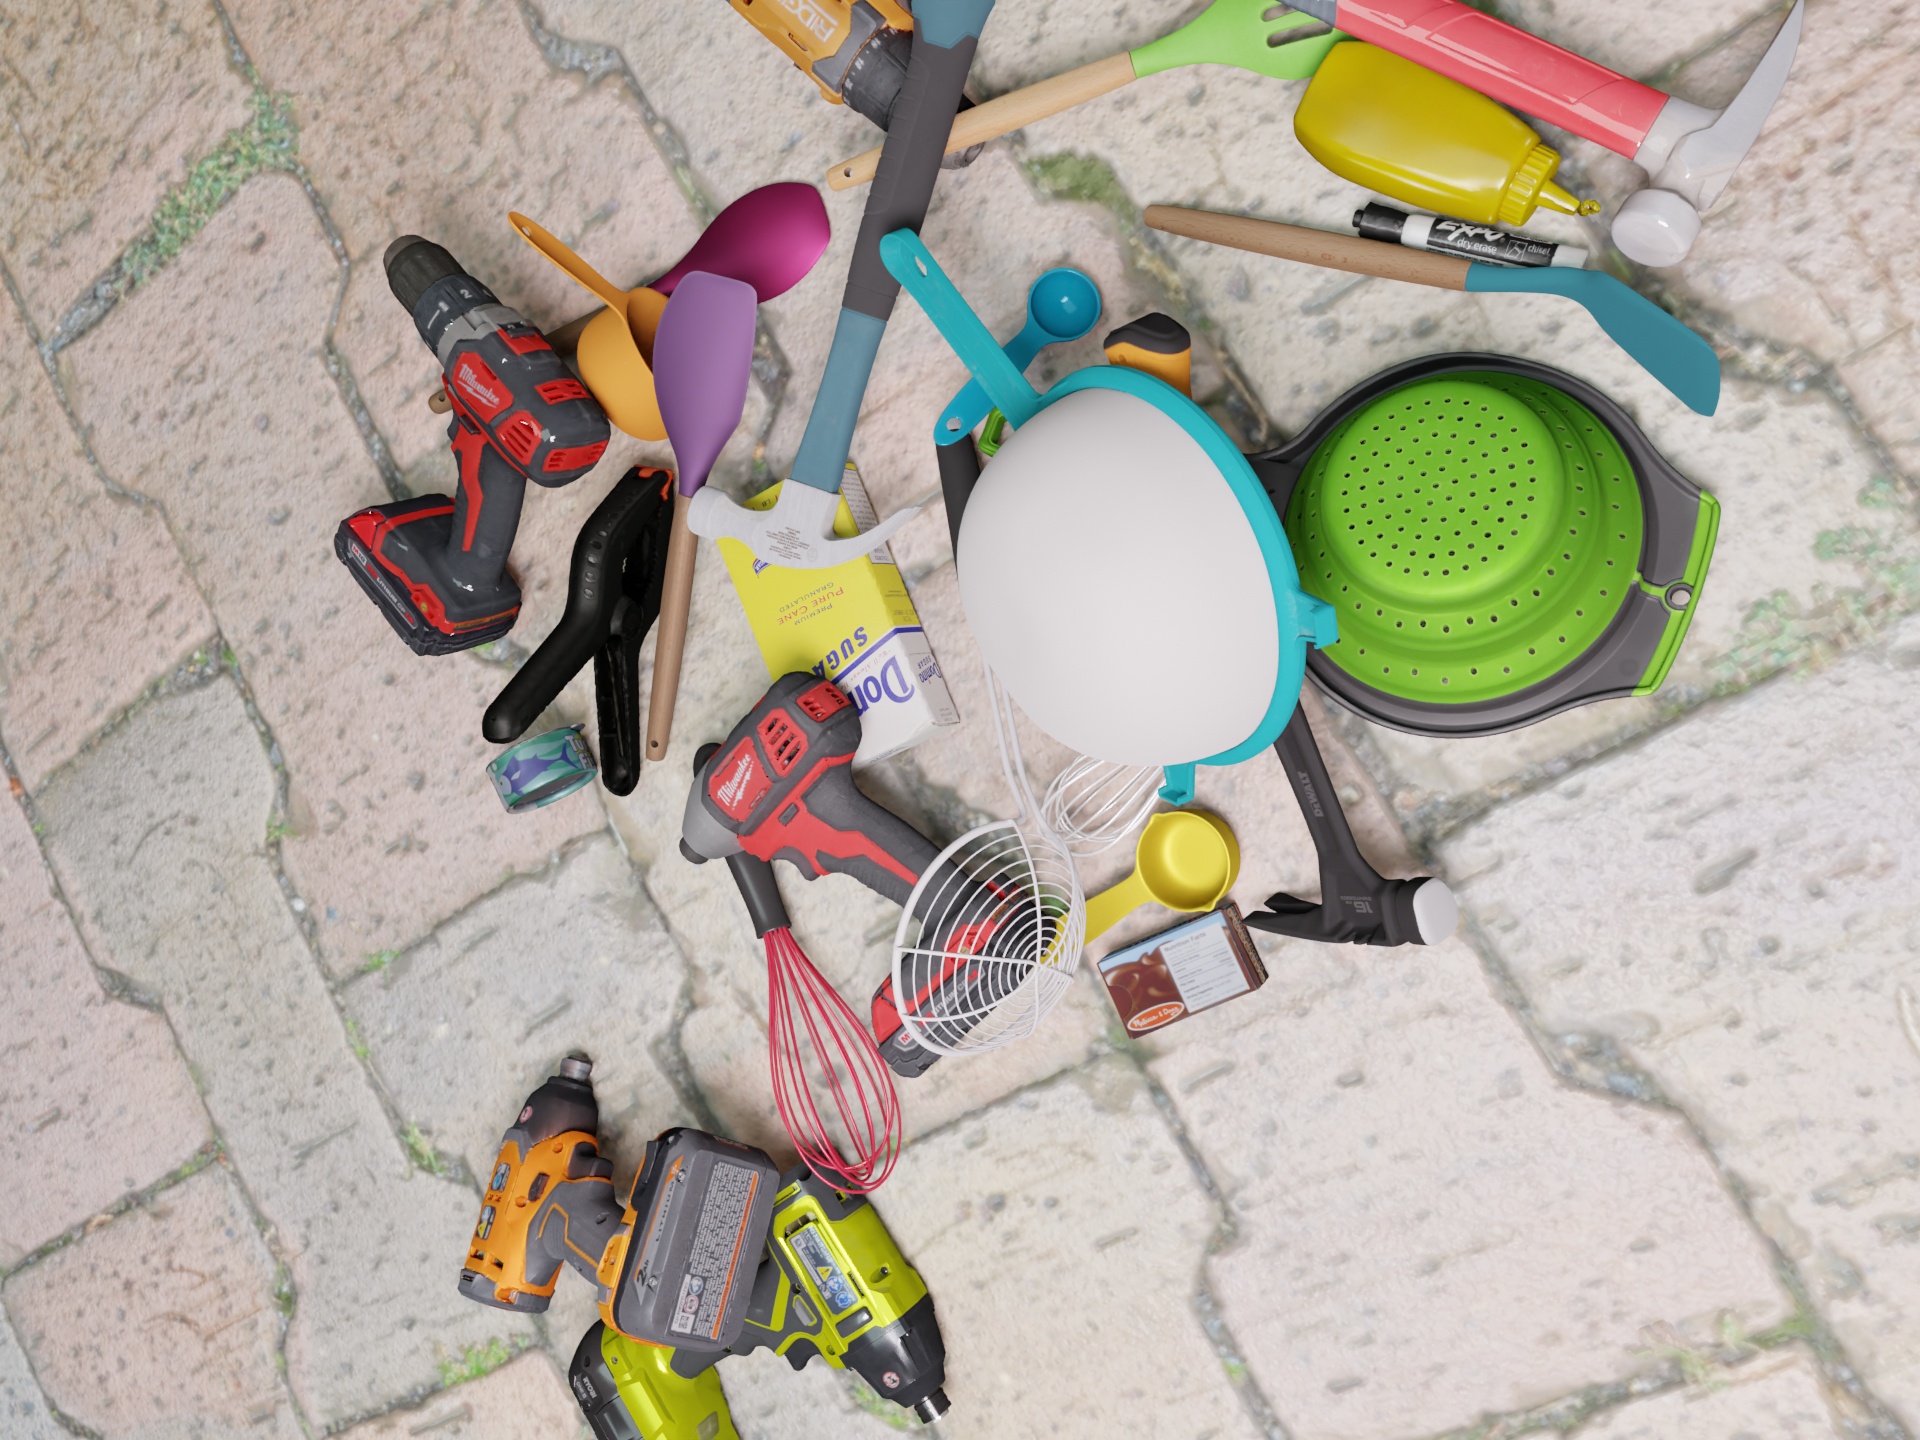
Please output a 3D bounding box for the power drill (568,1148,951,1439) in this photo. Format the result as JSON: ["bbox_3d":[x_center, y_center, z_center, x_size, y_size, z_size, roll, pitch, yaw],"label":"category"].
[{"bbox_3d":[-0.122,0.398,0.998,0.223,0.080,0.171,-38,78,17],"label":"power drill"}]

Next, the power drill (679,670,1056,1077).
[{"bbox_3d":[-0.064,0.091,0.929,0.220,0.078,0.143,46,116,4],"label":"power drill"}]

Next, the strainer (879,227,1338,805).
[{"bbox_3d":[0.028,-0.110,0.795,0.340,0.095,0.211,55,153,15],"label":"strainer"}]

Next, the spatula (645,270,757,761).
[{"bbox_3d":[-0.171,-0.115,0.974,0.060,0.018,0.315,14,115,5],"label":"spatula"}]

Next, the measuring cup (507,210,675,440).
[{"bbox_3d":[-0.220,-0.236,0.959,0.052,0.173,0.095,-27,48,26],"label":"measuring cup"}]

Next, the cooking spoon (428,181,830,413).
[{"bbox_3d":[-0.223,-0.264,1.034,0.319,0.017,0.069,-19,86,22],"label":"cooking spoon"}]

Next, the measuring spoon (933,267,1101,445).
[{"bbox_3d":[0.029,-0.204,0.911,0.042,0.021,0.128,43,88,-1],"label":"measuring spoon"}]

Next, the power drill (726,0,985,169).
[{"bbox_3d":[-0.010,-0.447,0.902,0.185,0.084,0.226,44,113,7],"label":"power drill"}]

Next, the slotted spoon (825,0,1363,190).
[{"bbox_3d":[0.071,-0.348,0.873,0.314,0.031,0.070,-15,100,15],"label":"slotted spoon"}]

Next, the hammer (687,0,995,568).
[{"bbox_3d":[-0.051,-0.242,0.893,0.128,0.033,0.331,21,104,10],"label":"hammer"}]

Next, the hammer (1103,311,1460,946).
[{"bbox_3d":[0.143,-0.039,0.802,0.127,0.034,0.336,-7,109,56],"label":"hammer"}]

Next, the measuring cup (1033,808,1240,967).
[{"bbox_3d":[0.097,0.103,0.920,0.156,0.029,0.062,-38,77,32],"label":"measuring cup"}]

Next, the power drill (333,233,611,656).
[{"bbox_3d":[-0.324,-0.173,1.010,0.188,0.080,0.226,49,129,14],"label":"power drill"}]

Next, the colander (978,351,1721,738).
[{"bbox_3d":[0.170,-0.123,0.816,0.397,0.094,0.204,19,86,26],"label":"colander"}]

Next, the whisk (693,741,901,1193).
[{"bbox_3d":[-0.108,0.149,0.988,0.073,0.073,0.296,-27,77,22],"label":"whisk"}]

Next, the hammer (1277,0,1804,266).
[{"bbox_3d":[0.210,-0.368,0.789,0.386,0.038,0.143,31,81,13],"label":"hammer"}]

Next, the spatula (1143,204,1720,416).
[{"bbox_3d":[0.235,-0.226,0.825,0.318,0.082,0.044,20,87,26],"label":"spatula"}]

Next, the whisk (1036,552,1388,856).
[{"bbox_3d":[0.137,-0.010,0.881,0.246,0.059,0.058,-42,49,15],"label":"whisk"}]

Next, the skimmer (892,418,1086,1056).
[{"bbox_3d":[-0.001,-0.003,0.879,0.090,0.127,0.364,-30,56,35],"label":"skimmer"}]

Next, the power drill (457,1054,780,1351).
[{"bbox_3d":[-0.218,0.296,0.993,0.226,0.084,0.164,-6,62,43],"label":"power drill"}]
